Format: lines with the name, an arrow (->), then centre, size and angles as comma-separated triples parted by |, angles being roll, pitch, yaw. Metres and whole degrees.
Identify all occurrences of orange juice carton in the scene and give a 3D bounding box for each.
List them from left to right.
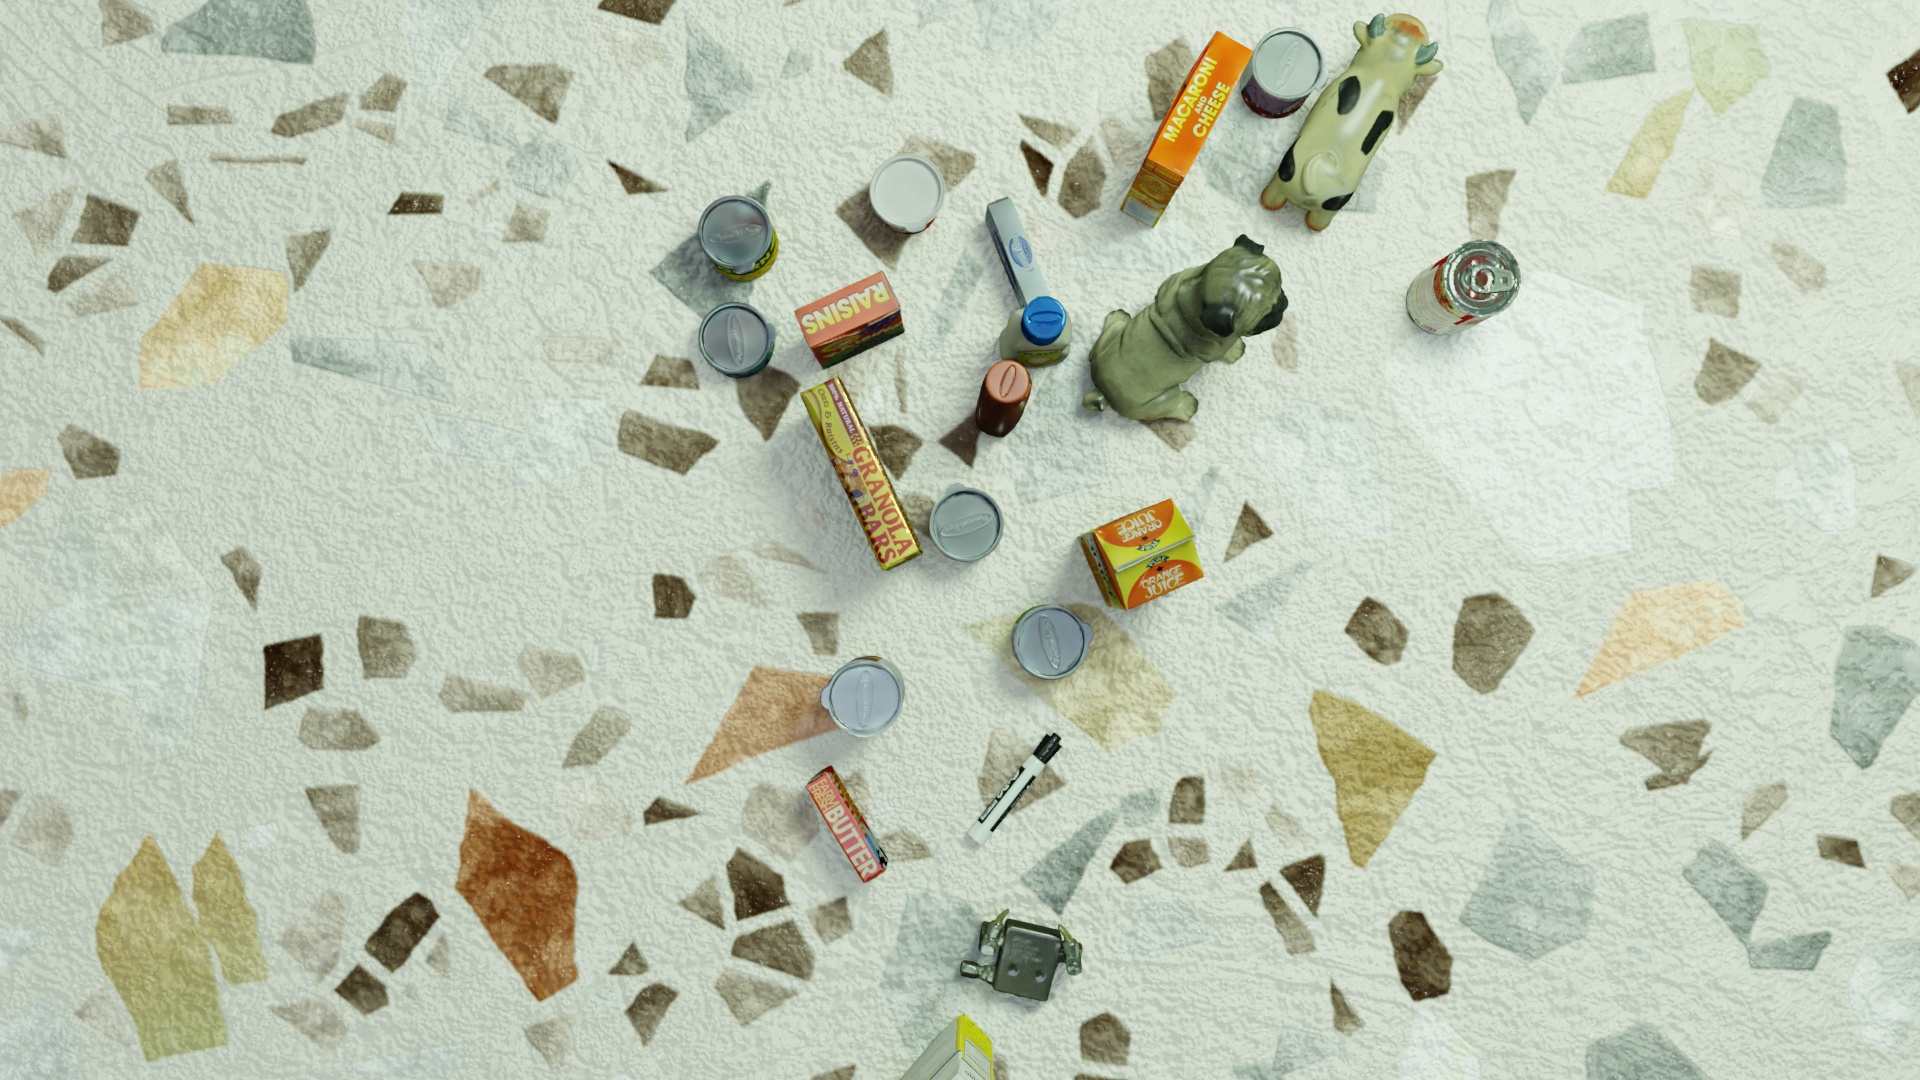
orange juice carton -> 0.154, 0.013, 1.184 | 0.072, 0.192, 0.073 | -23, 89, -1

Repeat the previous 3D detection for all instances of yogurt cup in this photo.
yogurt cup -> -0.048, -0.312, 1.264 | 0.072, 0.054, 0.072 | 0, 88, -1

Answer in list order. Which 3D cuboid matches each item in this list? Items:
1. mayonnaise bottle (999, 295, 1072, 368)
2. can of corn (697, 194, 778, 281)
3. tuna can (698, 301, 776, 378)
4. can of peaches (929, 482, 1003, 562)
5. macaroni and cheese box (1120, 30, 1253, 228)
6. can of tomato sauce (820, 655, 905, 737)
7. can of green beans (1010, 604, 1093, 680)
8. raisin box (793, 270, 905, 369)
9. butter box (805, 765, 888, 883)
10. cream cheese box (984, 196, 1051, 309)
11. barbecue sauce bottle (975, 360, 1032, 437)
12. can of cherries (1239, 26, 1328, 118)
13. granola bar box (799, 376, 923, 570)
mayonnaise bottle -> 0.068, -0.181, 1.214 | 0.065, 0.148, 0.041 | -3, 88, -1
can of corn -> -0.200, -0.270, 1.259 | 0.071, 0.058, 0.071 | 0, 88, -1
tuna can -> -0.201, -0.183, 1.268 | 0.071, 0.033, 0.071 | 0, 88, -1
can of peaches -> 0.004, -0.016, 1.251 | 0.071, 0.058, 0.071 | 0, 88, -1
macaroni and cheese box -> 0.193, -0.354, 1.213 | 0.040, 0.166, 0.123 | 29, 88, 0
can of tomato sauce -> -0.085, 0.137, 1.231 | 0.071, 0.083, 0.071 | 0, 88, -1
can of green beans -> 0.079, 0.091, 1.248 | 0.071, 0.058, 0.071 | 0, 88, -1
raisin box -> -0.096, -0.192, 1.224 | 0.086, 0.123, 0.040 | -24, 89, -1
butter box -> -0.101, 0.253, 1.241 | 0.024, 0.053, 0.103 | -31, 89, -1
cream cheese box -> 0.052, -0.256, 1.264 | 0.024, 0.053, 0.104 | -22, 88, -1
barbecue sauce bottle -> 0.038, -0.128, 1.211 | 0.044, 0.148, 0.065 | 21, 88, 0
can of cherries -> 0.296, -0.425, 1.271 | 0.071, 0.058, 0.071 | 0, 88, -1
granola bar box -> -0.084, -0.055, 1.218 | 0.039, 0.124, 0.165 | -25, 88, -1
